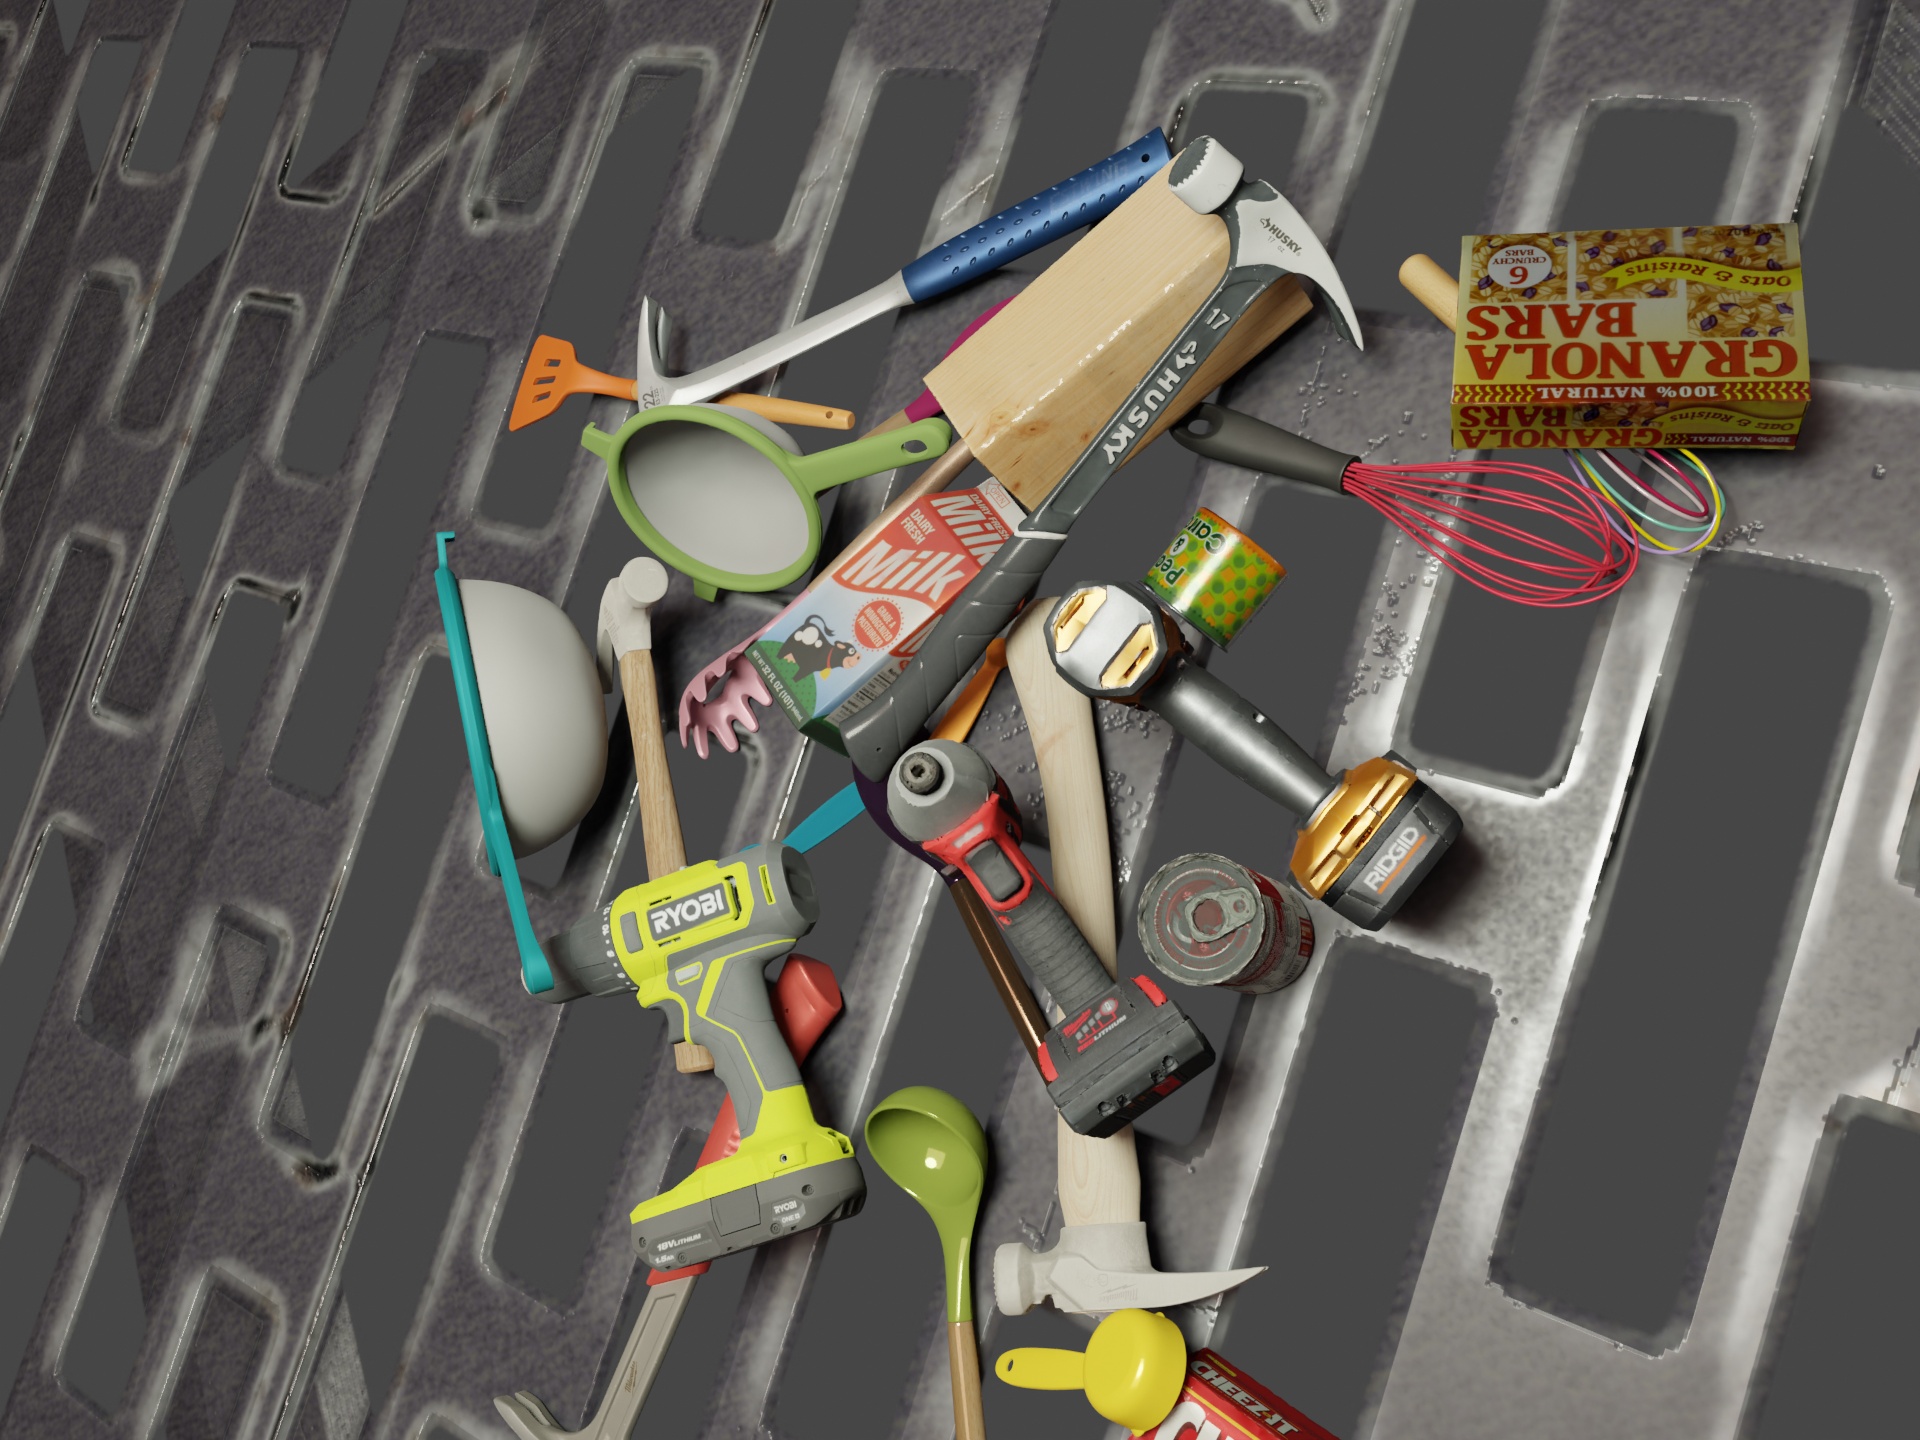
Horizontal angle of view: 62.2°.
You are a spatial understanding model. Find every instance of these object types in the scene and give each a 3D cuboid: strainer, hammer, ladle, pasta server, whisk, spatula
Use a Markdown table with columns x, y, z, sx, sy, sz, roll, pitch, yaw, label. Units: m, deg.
| x | y | z | sx | sy | sz | roll | pitch | yaw | label |
| --- | --- | --- | --- | --- | --- | --- | --- | --- | --- |
| -0.269 | 0.035 | 1.038 | 0.095 | 0.210 | 0.341 | -12 | 45 | -18 | strainer |
| -0.201 | 0.067 | 1.060 | 0.130 | 0.031 | 0.331 | 151 | 111 | -64 | hammer |
| -0.005 | 0.370 | 0.899 | 0.078 | 0.062 | 0.320 | -17 | 73 | 38 | ladle |
| -0.074 | -0.097 | 1.055 | 0.316 | 0.060 | 0.040 | -43 | 55 | 7 | pasta server |
| 0.063 | -0.122 | 0.920 | 0.409 | 0.149 | 0.036 | -51 | 28 | 16 | hammer |
| -0.047 | -0.294 | 1.074 | 0.405 | 0.035 | 0.144 | -22 | 72 | 17 | hammer |
| 0.324 | -0.182 | 0.868 | 0.051 | 0.047 | 0.245 | -33 | 60 | -3 | whisk |
| 0.009 | 0.122 | 0.971 | 0.060 | 0.018 | 0.316 | -33 | 64 | 8 | spatula |
| -0.172 | 0.314 | 1.010 | 0.149 | 0.036 | 0.359 | 23 | 89 | 30 | hammer |
| -0.214 | -0.238 | 1.174 | 0.323 | 0.041 | 0.081 | 13 | 84 | 25 | spatula |
| 0.236 | -0.132 | 0.895 | 0.296 | 0.073 | 0.073 | 28 | 92 | 36 | whisk |
| -0.108 | -0.169 | 1.023 | 0.256 | 0.151 | 0.069 | -10 | 40 | 32 | strainer |
| 0.081 | 0.121 | 0.915 | 0.146 | 0.038 | 0.411 | -8 | 70 | 13 | hammer |

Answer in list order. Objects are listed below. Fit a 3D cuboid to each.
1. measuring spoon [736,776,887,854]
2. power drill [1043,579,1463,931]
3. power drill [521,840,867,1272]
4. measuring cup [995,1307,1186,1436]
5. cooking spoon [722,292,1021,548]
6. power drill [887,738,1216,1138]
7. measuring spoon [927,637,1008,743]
| x | y | z | sx | sy | sz | roll | pitch | yaw | label |
| --- | --- | --- | --- | --- | --- | --- | --- | --- | --- |
| -0.096 | 0.077 | 1.042 | 0.128 | 0.021 | 0.042 | -38 | 67 | 5 | measuring spoon |
| 0.151 | 0.009 | 0.860 | 0.226 | 0.185 | 0.084 | 38 | 97 | 10 | power drill |
| -0.161 | 0.204 | 0.958 | 0.190 | 0.080 | 0.229 | -21 | 73 | 12 | power drill |
| 0.058 | 0.343 | 0.849 | 0.156 | 0.029 | 0.062 | -26 | 39 | 50 | measuring cup |
| -0.054 | -0.191 | 1.080 | 0.319 | 0.017 | 0.069 | -32 | 59 | 17 | cooking spoon |
| 0.037 | 0.105 | 0.837 | 0.078 | 0.143 | 0.220 | -35 | 69 | 1 | power drill |
| -0.002 | -0.003 | 1.003 | 0.021 | 0.011 | 0.117 | 30 | 85 | 27 | measuring spoon |
